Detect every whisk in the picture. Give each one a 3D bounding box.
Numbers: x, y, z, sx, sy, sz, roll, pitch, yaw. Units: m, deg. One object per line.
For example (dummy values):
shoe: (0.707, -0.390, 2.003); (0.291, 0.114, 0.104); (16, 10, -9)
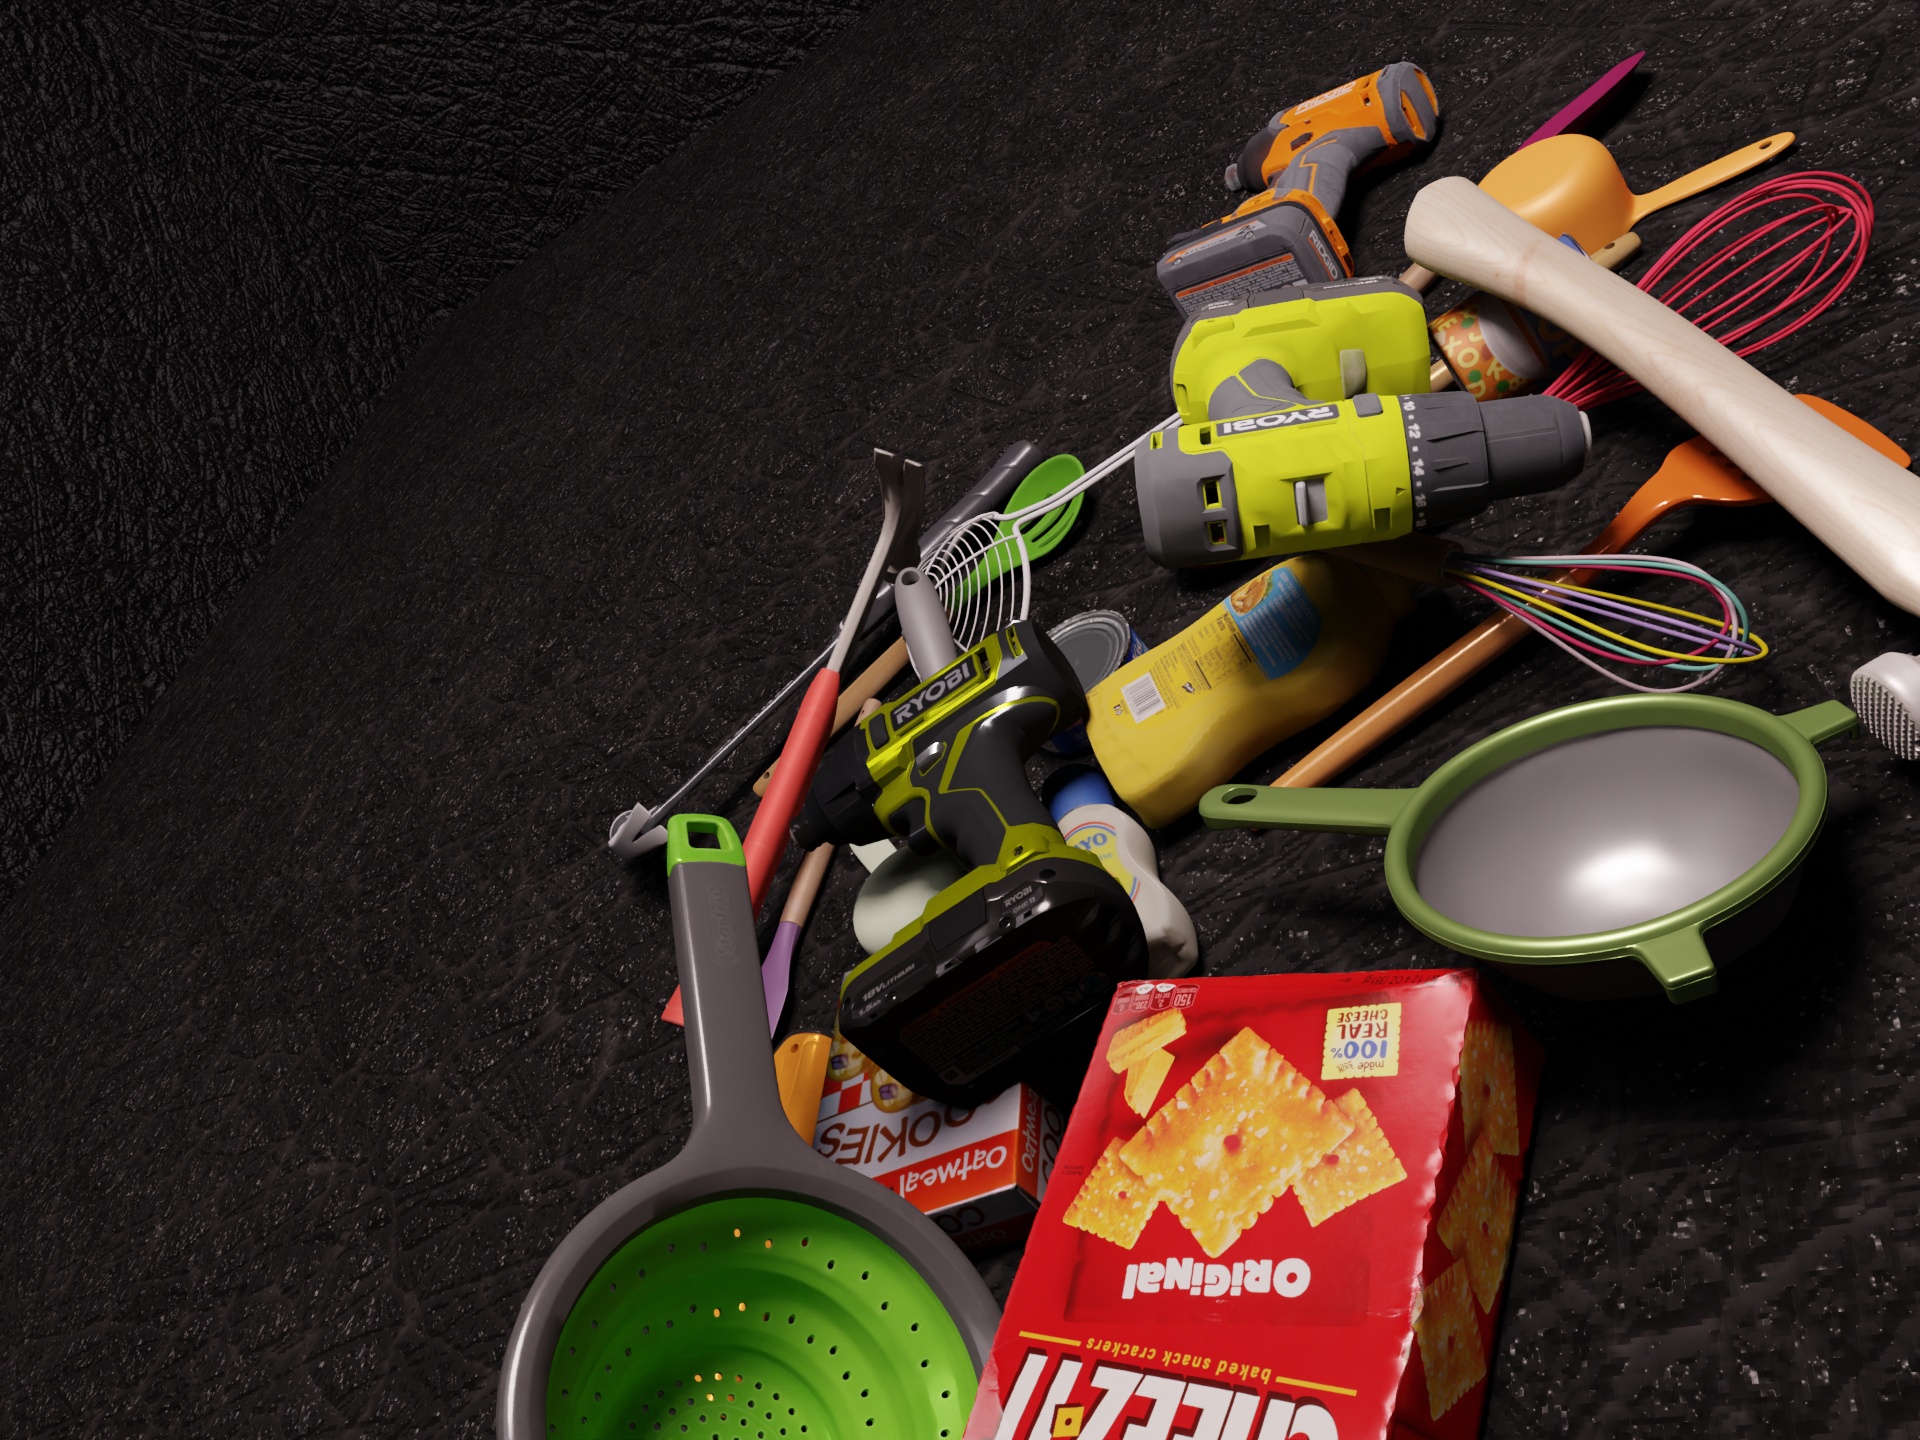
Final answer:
whisk: (-0.001, -0.004, 0.906); (0.055, 0.055, 0.239); (-33, 50, 17)
whisk: (0.309, -0.165, 0.793); (0.296, 0.073, 0.073); (-35, 31, 24)
whisk: (0.233, -0.064, 0.702); (0.047, 0.051, 0.245); (-43, 40, -18)

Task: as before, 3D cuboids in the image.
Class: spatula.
spatula: (0.265, -0.044, 0.730); (0.322, 0.041, 0.081); (-39, 31, 15)
spatula: (-0.097, 0.106, 0.967); (0.060, 0.018, 0.316); (-30, 31, 43)

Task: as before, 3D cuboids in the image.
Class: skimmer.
skimmer: (0.113, -0.144, 1.014); (0.363, 0.090, 0.127); (-35, 37, -3)

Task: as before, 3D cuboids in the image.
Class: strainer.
strainer: (0.203, 0.058, 0.618); (0.256, 0.069, 0.151); (0, 35, 50)

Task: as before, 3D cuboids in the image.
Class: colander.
colander: (-0.098, 0.219, 0.667); (0.094, 0.204, 0.398); (119, 147, -42)

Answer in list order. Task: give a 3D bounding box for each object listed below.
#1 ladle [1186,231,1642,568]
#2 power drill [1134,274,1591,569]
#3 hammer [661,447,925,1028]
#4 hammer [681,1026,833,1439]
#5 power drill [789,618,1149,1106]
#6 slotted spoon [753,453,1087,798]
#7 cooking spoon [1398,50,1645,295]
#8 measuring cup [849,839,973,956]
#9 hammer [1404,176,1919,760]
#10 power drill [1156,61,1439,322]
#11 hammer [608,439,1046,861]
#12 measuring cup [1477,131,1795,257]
ladle: (0.248, -0.179, 0.911); (0.315, 0.031, 0.069); (-35, 34, 10)
power drill: (0.184, -0.147, 0.768); (0.190, 0.080, 0.229); (-7, 27, 12)
hammer: (-0.095, 0.016, 0.962); (0.149, 0.037, 0.359); (94, -164, -72)
hammer: (-0.104, 0.289, 0.733); (0.127, 0.034, 0.337); (-21, 37, 34)
power drill: (-0.005, 0.064, 0.763); (0.171, 0.080, 0.223); (-34, 34, 14)
slotted spoon: (-0.026, -0.059, 1.082); (0.314, 0.031, 0.070); (-44, 42, 2)
cooking spoon: (0.313, -0.304, 0.996); (0.319, 0.017, 0.069); (-45, 11, -3)
measuring cup: (-0.042, 0.085, 0.908); (0.083, 0.038, 0.168); (-45, 32, -3)
hammer: (0.325, -0.152, 0.685); (0.146, 0.038, 0.411); (-31, 43, 4)
power drill: (0.225, -0.359, 1.113); (0.164, 0.084, 0.227); (-7, 42, 46)
hammer: (-0.089, -0.051, 1.107); (0.409, 0.036, 0.149); (-45, 6, -10)
measuring cup: (0.371, -0.308, 0.899); (0.173, 0.052, 0.095); (-17, 39, 40)
